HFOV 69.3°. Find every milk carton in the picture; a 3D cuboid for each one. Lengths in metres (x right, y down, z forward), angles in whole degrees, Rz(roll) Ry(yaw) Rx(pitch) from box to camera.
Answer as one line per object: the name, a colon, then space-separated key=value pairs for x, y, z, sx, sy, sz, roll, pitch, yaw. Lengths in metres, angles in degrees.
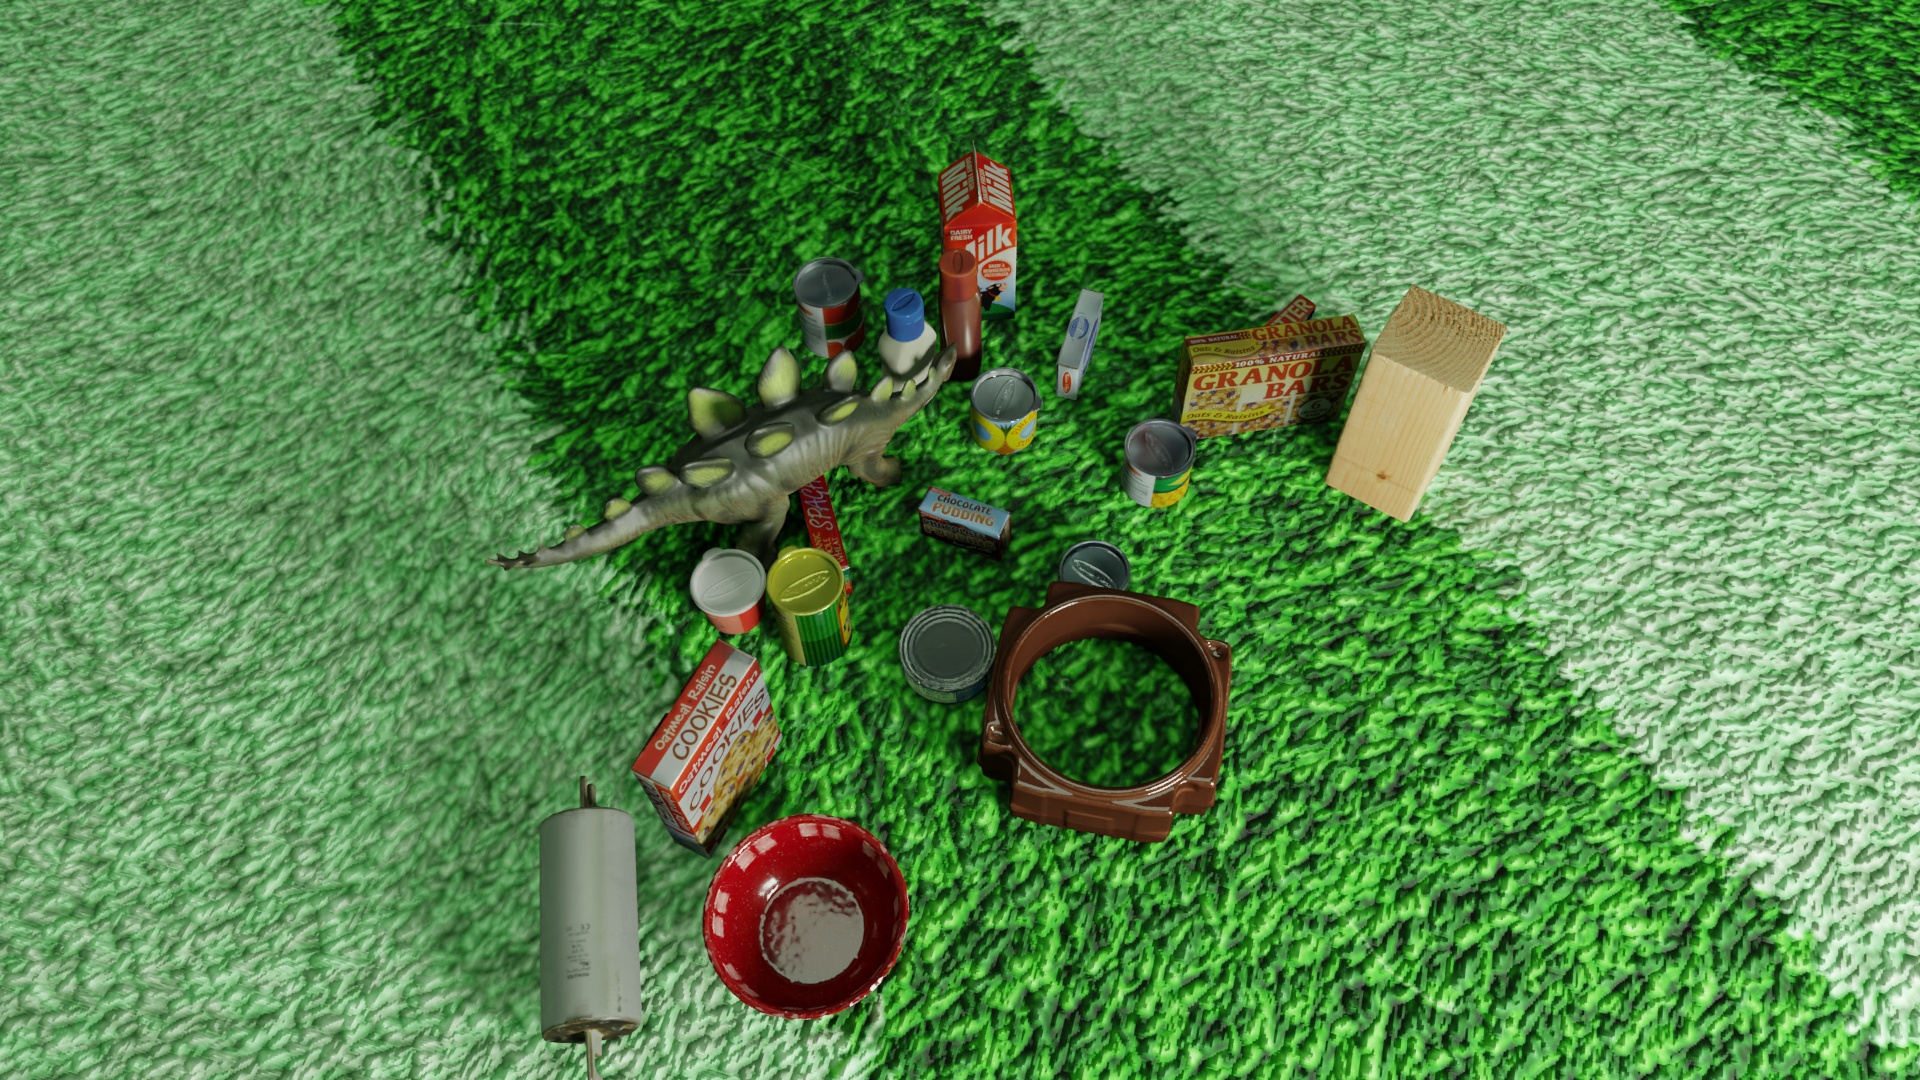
milk carton: x=0.017 y=-0.306 z=1.390 sx=0.073 sy=0.189 sz=0.072 roll=-5 pitch=59 yaw=-2

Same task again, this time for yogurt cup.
yogurt cup: x=-0.207 y=0.049 z=1.260 sx=0.072 sy=0.053 sz=0.073 roll=0 pitch=59 yaw=1

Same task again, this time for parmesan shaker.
parmesan shaker: x=-0.133 y=0.058 z=1.225 sx=0.071 sy=0.102 sz=0.071 roll=-1 pitch=59 yaw=1

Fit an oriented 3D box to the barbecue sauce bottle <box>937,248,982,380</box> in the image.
barbecue sauce bottle: x=-0.001 y=-0.224 z=1.366 sx=0.044 sy=0.147 sz=0.065 roll=-1 pitch=59 yaw=0

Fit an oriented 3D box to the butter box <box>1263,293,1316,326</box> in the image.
butter box: x=0.315 y=-0.198 z=1.399 sx=0.024 sy=0.053 sz=0.104 roll=40 pitch=68 yaw=22

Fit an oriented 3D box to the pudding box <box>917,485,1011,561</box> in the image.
pudding box: x=0.005 y=-0.016 z=1.298 sx=0.084 sy=0.049 sz=0.030 roll=20 pitch=62 yaw=13

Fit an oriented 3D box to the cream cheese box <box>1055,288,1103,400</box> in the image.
cream cheese box: x=0.120 y=-0.198 z=1.403 sx=0.024 sy=0.053 sz=0.104 roll=14 pitch=60 yaw=9

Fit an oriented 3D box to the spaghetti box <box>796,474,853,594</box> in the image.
spaghetti box: x=-0.145 y=-0.061 z=1.327 sx=0.029 sy=0.050 sz=0.251 roll=-14 pitch=60 yaw=-7

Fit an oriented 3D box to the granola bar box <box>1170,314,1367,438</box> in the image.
granola bar box: x=0.291 y=-0.155 z=1.333 sx=0.166 sy=0.123 sz=0.039 roll=-8 pitch=60 yaw=-4

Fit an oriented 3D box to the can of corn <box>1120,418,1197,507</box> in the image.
can of corn: x=0.190 y=-0.074 z=1.324 sx=0.071 sy=0.058 sz=0.071 roll=0 pitch=59 yaw=1

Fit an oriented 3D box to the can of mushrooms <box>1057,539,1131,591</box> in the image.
can of mushrooms: x=0.121 y=0.037 z=1.274 sx=0.071 sy=0.033 sz=0.071 roll=0 pitch=59 yaw=1

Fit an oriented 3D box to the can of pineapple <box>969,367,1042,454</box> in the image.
can of pineapple: x=0.044 y=-0.125 z=1.358 sx=0.071 sy=0.057 sz=0.071 roll=0 pitch=59 yaw=1

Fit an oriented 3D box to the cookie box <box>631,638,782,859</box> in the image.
cookie box: x=-0.201 y=0.171 z=1.122 sx=0.040 sy=0.166 sz=0.123 roll=23 pitch=62 yaw=14

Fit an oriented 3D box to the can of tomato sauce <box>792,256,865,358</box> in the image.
can of tomato sauce: x=-0.131 y=-0.237 z=1.414 sx=0.071 sy=0.082 sz=0.071 roll=0 pitch=59 yaw=1

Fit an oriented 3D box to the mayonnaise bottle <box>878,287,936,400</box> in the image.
mayonnaise bottle: x=-0.051 y=-0.183 z=1.342 sx=0.065 sy=0.147 sz=0.041 roll=-41 pitch=67 yaw=-20
